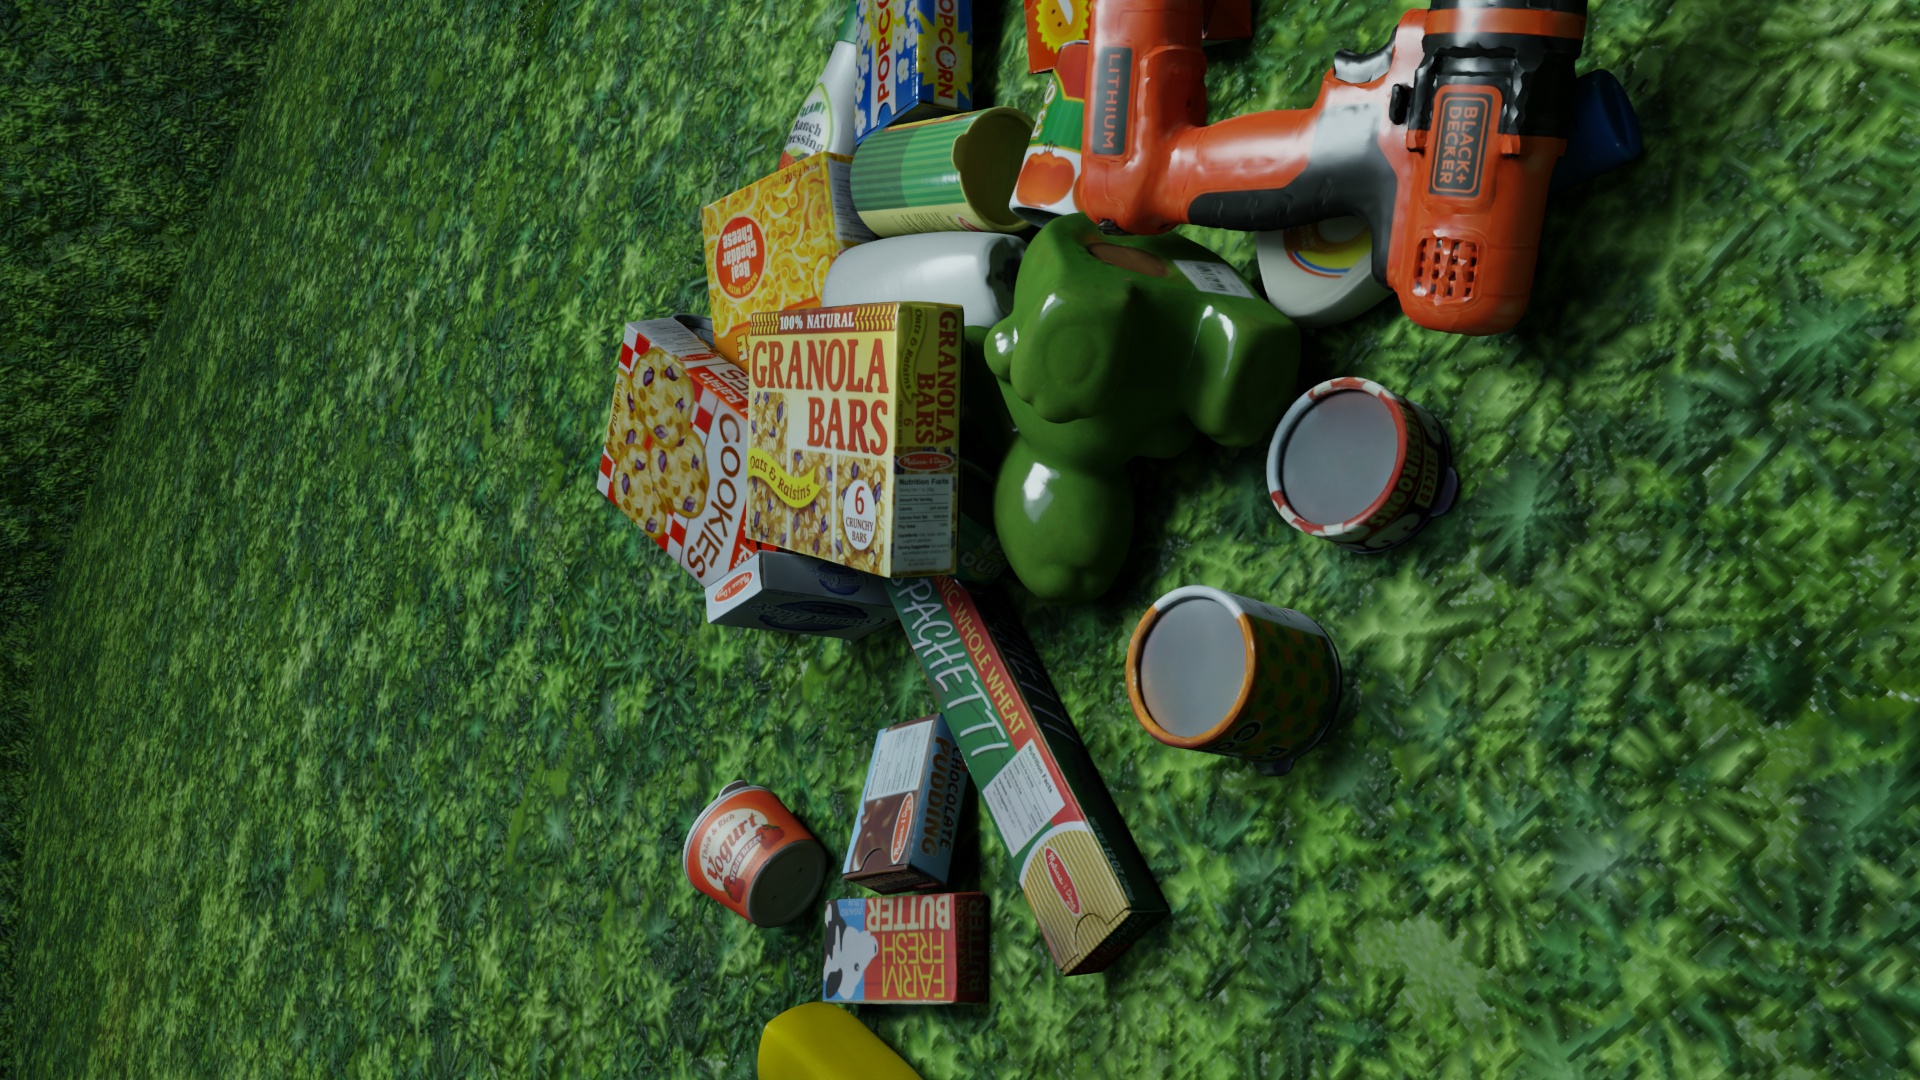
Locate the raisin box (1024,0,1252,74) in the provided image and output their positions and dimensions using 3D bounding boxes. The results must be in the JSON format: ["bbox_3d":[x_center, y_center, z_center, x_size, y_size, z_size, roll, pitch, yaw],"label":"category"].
[{"bbox_3d":[0.085,-0.287,0.700,0.123,0.040,0.086,11,112,50],"label":"raisin box"}]

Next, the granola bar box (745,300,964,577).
[{"bbox_3d":[-0.056,-0.053,0.688,0.165,0.039,0.124,12,101,58],"label":"granola bar box"}]

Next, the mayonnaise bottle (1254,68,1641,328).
[{"bbox_3d":[0.189,-0.137,0.553,0.147,0.041,0.065,-20,71,44],"label":"mayonnaise bottle"}]

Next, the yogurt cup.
[{"bbox_3d":[-0.111,0.178,0.772,0.054,0.072,0.072,26,97,41],"label":"yogurt cup"}]

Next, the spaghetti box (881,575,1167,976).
[{"bbox_3d":[0.023,0.088,0.676,0.050,0.029,0.251,-50,46,26],"label":"spaghetti box"}]

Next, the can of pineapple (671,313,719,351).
[{"bbox_3d":[-0.168,-0.112,0.928,0.071,0.071,0.057,43,117,46],"label":"can of pineapple"}]

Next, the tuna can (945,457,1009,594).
[{"bbox_3d":[0.003,-0.009,0.702,0.032,0.071,0.071,-50,46,25],"label":"tuna can"}]

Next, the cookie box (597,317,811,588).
[{"bbox_3d":[-0.153,-0.043,0.849,0.168,0.040,0.122,38,125,29],"label":"cookie box"}]

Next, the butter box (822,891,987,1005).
[{"bbox_3d":[-0.029,0.206,0.698,0.103,0.024,0.053,-19,65,44],"label":"butter box"}]

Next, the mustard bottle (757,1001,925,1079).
[{"bbox_3d":[-0.035,0.281,0.658,0.160,0.049,0.065,21,115,44],"label":"mustard bottle"}]

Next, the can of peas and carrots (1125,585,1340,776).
[{"bbox_3d":[0.110,0.057,0.565,0.070,0.059,0.071,-19,64,44],"label":"can of peas and carrots"}]

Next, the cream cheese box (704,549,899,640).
[{"bbox_3d":[-0.081,0.031,0.754,0.053,0.104,0.024,-29,61,41],"label":"cream cheese box"}]

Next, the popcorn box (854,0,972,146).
[{"bbox_3d":[-0.029,-0.307,0.832,0.085,0.038,0.126,-5,83,59],"label":"popcorn box"}]

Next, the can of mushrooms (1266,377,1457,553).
[{"bbox_3d":[0.160,-0.030,0.557,0.071,0.033,0.071,-19,63,44],"label":"can of mushrooms"}]

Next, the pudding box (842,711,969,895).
[{"bbox_3d":[-0.025,0.132,0.697,0.049,0.030,0.084,-22,44,42],"label":"pudding box"}]

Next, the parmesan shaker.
[{"bbox_3d":[-0.009,-0.204,0.776,0.103,0.071,0.071,11,86,50],"label":"parmesan shaker"}]

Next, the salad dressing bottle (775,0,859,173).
[{"bbox_3d":[-0.077,-0.281,0.899,0.064,0.044,0.147,27,98,49],"label":"salad dressing bottle"}]

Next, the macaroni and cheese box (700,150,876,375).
[{"bbox_3d":[-0.100,-0.137,0.850,0.123,0.040,0.166,-10,85,44],"label":"macaroni and cheese box"}]

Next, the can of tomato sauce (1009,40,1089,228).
[{"bbox_3d":[0.066,-0.195,0.691,0.071,0.071,0.083,22,95,49],"label":"can of tomato sauce"}]
